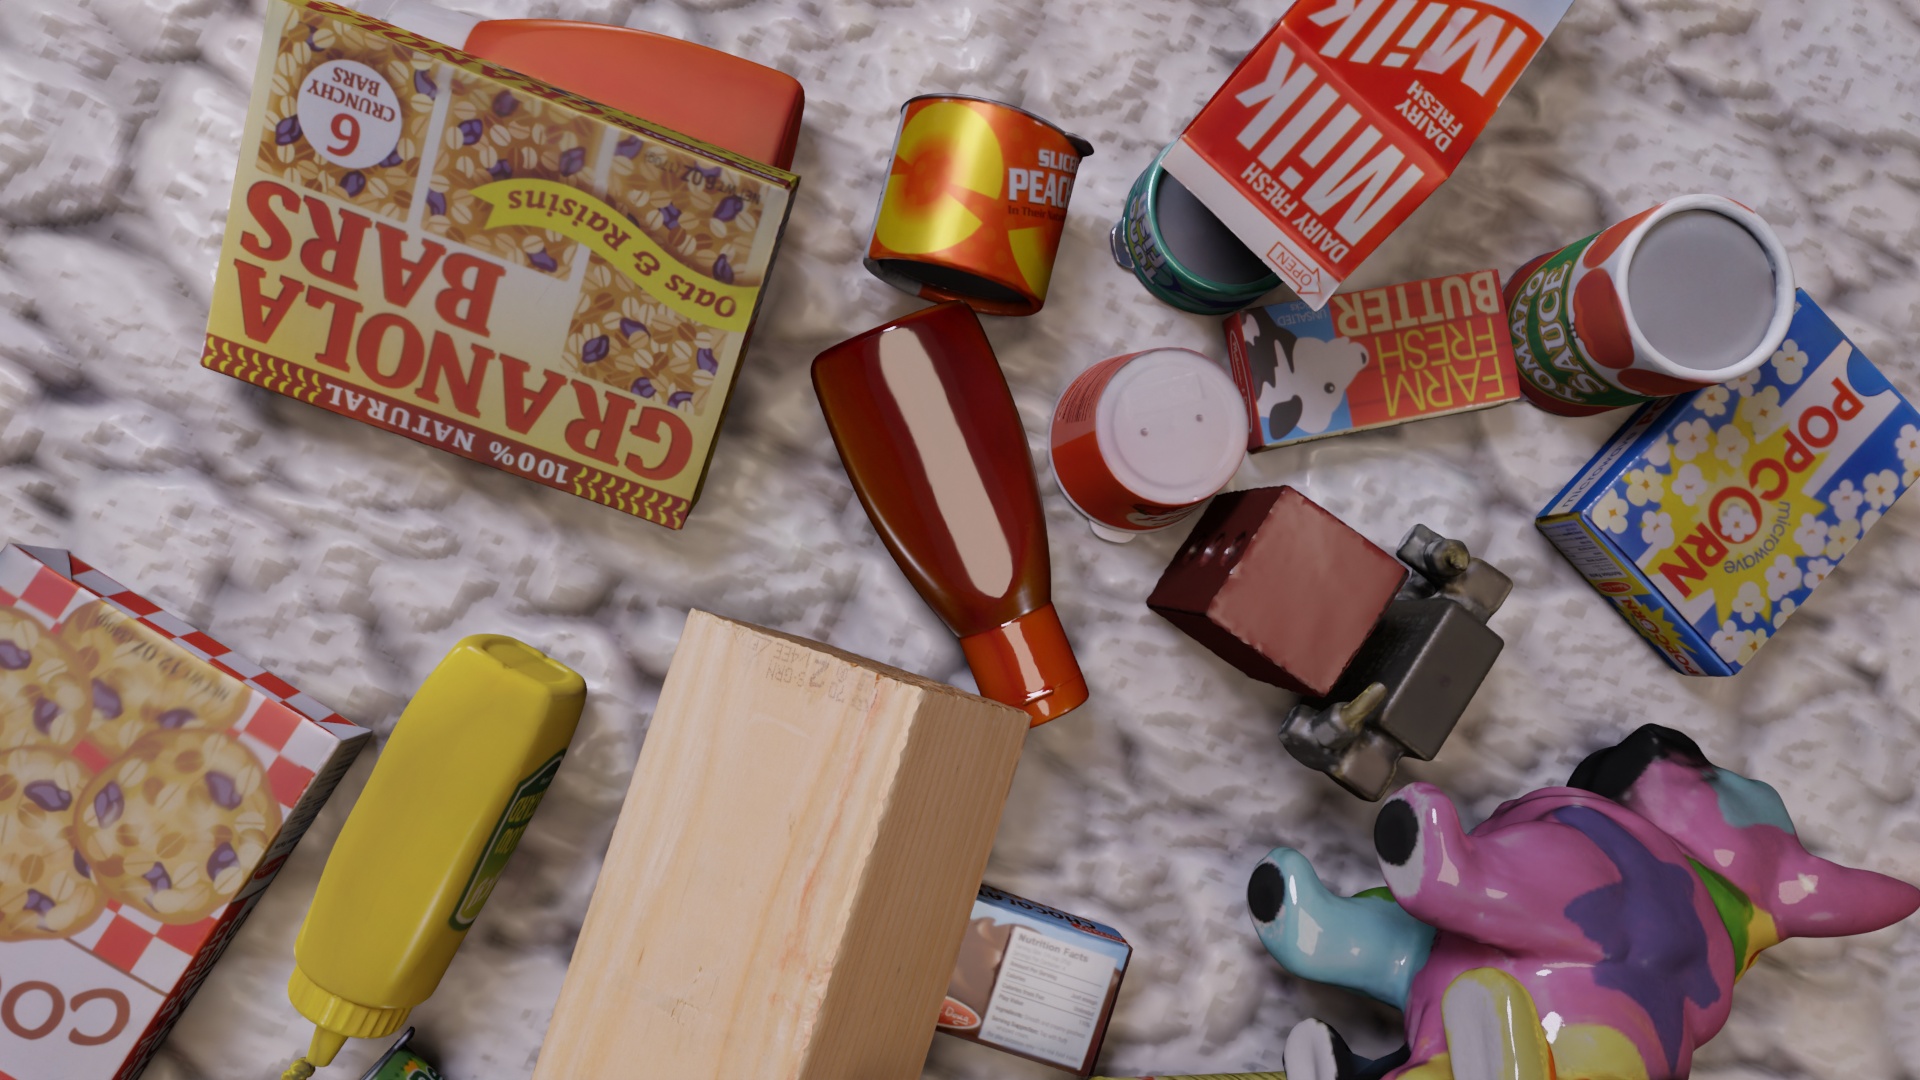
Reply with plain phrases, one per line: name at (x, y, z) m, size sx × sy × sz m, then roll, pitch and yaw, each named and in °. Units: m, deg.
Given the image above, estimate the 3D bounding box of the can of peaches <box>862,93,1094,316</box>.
can of peaches at (0.006, -0.115, 0.485) m, size 0.071 × 0.071 × 0.058 m, roll 15°, pitch 87°, yaw -6°

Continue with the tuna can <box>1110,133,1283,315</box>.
tuna can at (0.093, -0.118, 0.514) m, size 0.071 × 0.033 × 0.071 m, roll 0°, pitch 87°, yaw -7°

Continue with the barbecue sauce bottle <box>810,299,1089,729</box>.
barbecue sauce bottle at (0.002, -0.006, 0.493) m, size 0.065 × 0.043 × 0.148 m, roll -22°, pitch 91°, yaw -2°

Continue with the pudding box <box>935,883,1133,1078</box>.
pudding box at (0.013, 0.151, 0.493) m, size 0.084 × 0.030 × 0.049 m, roll 19°, pitch 87°, yaw -5°

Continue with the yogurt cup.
yogurt cup at (0.069, -0.038, 0.497) m, size 0.072 × 0.054 × 0.072 m, roll 0°, pitch 87°, yaw -7°

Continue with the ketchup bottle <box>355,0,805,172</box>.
ketchup bottle at (-0.133, -0.151, 0.483) m, size 0.149 × 0.043 × 0.064 m, roll 16°, pitch 92°, yaw -5°

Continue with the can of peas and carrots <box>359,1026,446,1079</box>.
can of peas and carrots at (-0.183, 0.205, 0.450) m, size 0.058 × 0.071 × 0.071 m, roll 44°, pitch 84°, yaw -4°

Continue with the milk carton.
milk carton at (0.142, -0.162, 0.475) m, size 0.072 × 0.073 × 0.191 m, roll 42°, pitch 65°, yaw -4°

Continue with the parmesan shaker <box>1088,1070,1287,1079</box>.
parmesan shaker at (0.097, 0.215, 0.470) m, size 0.103 × 0.071 × 0.071 m, roll 5°, pitch 87°, yaw -17°

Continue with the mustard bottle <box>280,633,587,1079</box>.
mustard bottle at (-0.179, 0.110, 0.458) m, size 0.049 × 0.065 × 0.160 m, roll 27°, pitch 90°, yaw 1°

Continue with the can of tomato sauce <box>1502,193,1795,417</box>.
can of tomato sauce at (0.243, -0.082, 0.504) m, size 0.071 × 0.083 × 0.071 m, roll 0°, pitch 87°, yaw -7°

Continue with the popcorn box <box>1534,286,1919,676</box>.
popcorn box at (0.296, -0.021, 0.530) m, size 0.127 × 0.038 × 0.085 m, roll -44°, pitch 92°, yaw -6°

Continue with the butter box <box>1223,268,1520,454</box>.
butter box at (0.154, -0.068, 0.523) m, size 0.103 × 0.024 × 0.053 m, roll -11°, pitch 89°, yaw -7°

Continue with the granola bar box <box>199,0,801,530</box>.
granola bar box at (-0.150, -0.089, 0.460) m, size 0.165 × 0.039 × 0.123 m, roll 20°, pitch 109°, yaw -5°

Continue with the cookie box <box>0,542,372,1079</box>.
cookie box at (-0.298, 0.104, 0.454) m, size 0.123 × 0.040 × 0.167 m, roll 32°, pitch 83°, yaw -4°
